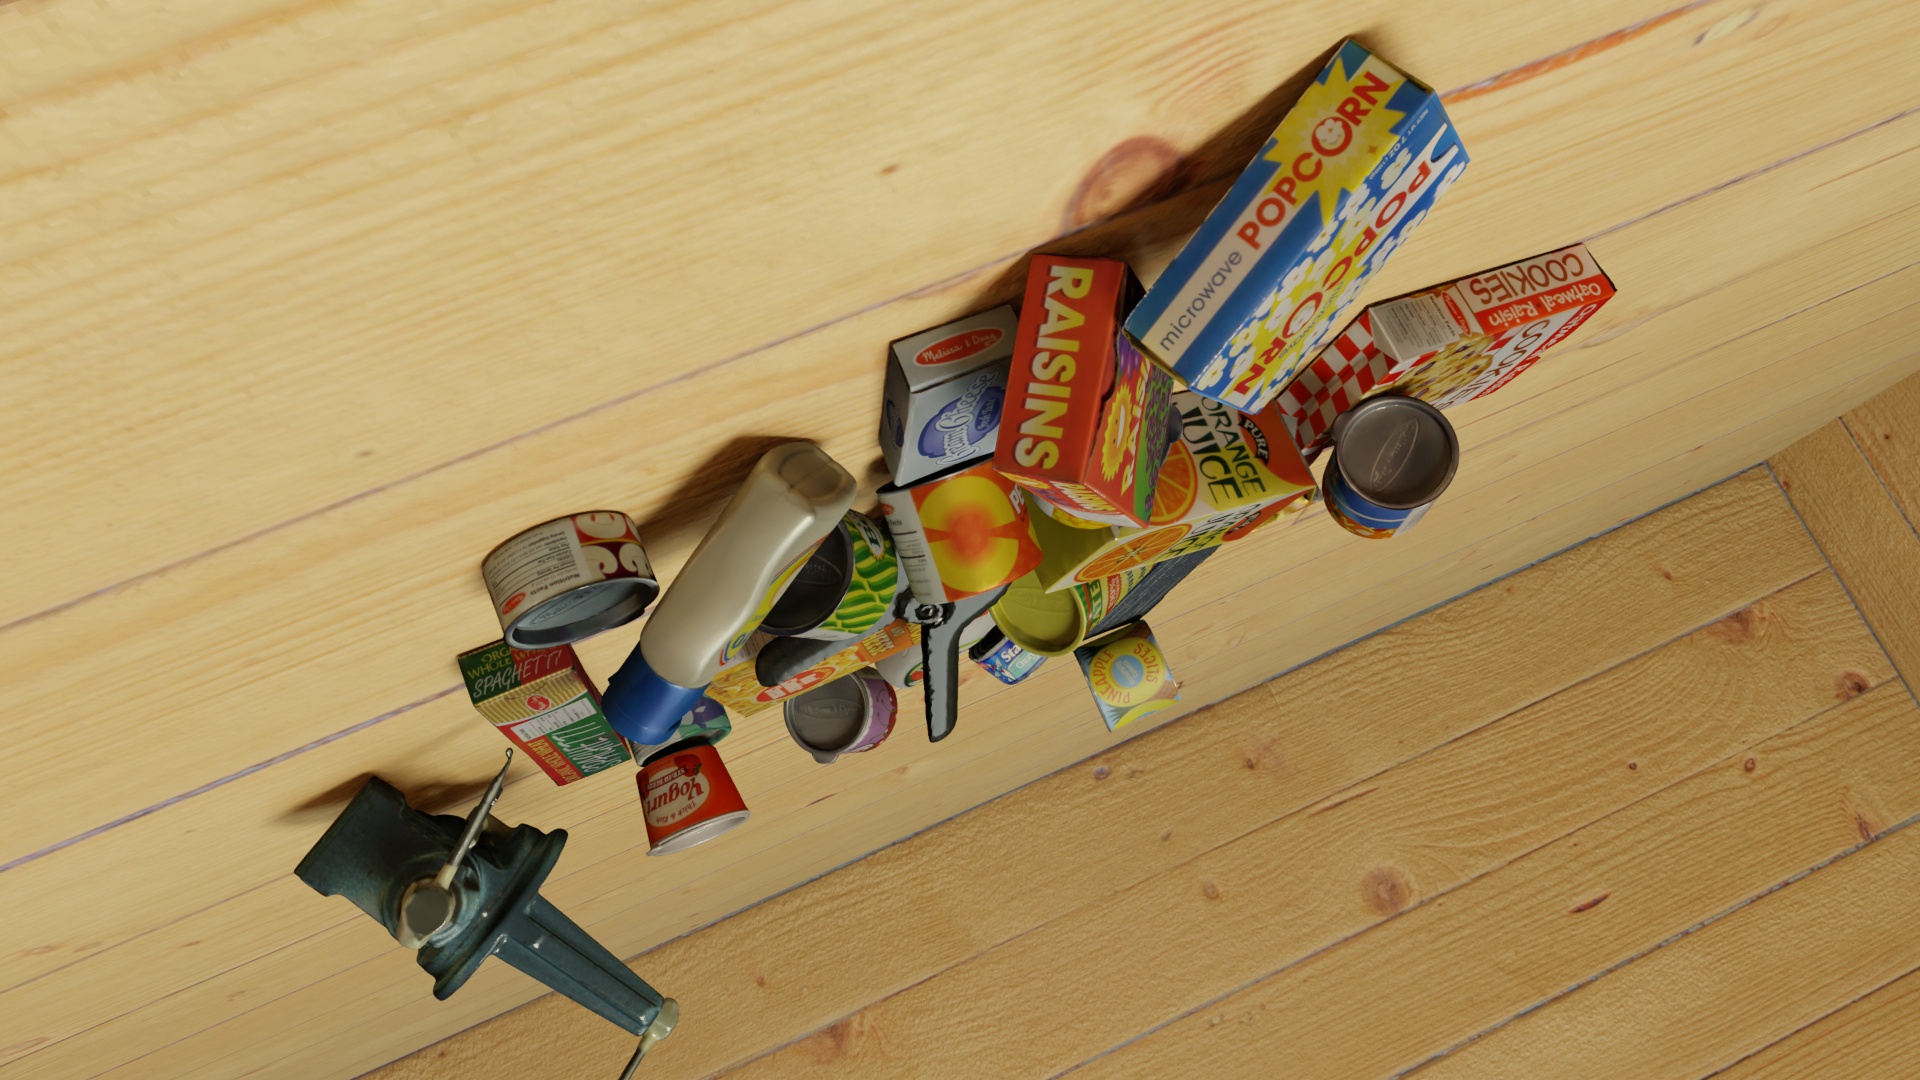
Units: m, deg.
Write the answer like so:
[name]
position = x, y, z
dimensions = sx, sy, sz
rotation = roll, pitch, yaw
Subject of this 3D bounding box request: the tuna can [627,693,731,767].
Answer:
[tuna can]
position = -0.184, 0.121, 0.910
dimensions = 0.071, 0.033, 0.071
rotation = -22, 165, -6

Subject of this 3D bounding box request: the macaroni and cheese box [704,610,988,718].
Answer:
[macaroni and cheese box]
position = -0.070, 0.047, 0.817
dimensions = 0.166, 0.040, 0.123
rotation = -23, 165, -3

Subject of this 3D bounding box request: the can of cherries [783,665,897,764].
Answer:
[can of cherries]
position = -0.086, 0.124, 1.000
dimensions = 0.071, 0.071, 0.058
rotation = -28, 165, 14

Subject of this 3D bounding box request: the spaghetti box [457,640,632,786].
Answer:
[spaghetti box]
position = -0.224, 0.098, 0.774
dimensions = 0.050, 0.029, 0.249
rotation = -21, 165, -13

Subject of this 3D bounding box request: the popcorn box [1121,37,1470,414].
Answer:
[popcorn box]
position = 0.124, -0.108, 0.508
dimensions = 0.126, 0.038, 0.085
rotation = -51, 157, 16

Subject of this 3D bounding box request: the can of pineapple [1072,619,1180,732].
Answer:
[can of pineapple]
position = 0.120, 0.097, 1.006
dimensions = 0.058, 0.071, 0.071
rotation = -24, 165, 2

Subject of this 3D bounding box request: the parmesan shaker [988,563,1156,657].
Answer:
[parmesan shaker]
position = 0.069, 0.012, 0.813
dimensions = 0.103, 0.071, 0.071
rotation = -39, 179, -45

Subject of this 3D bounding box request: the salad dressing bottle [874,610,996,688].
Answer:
[salad dressing bottle]
position = 0.000, 0.051, 0.935
dimensions = 0.064, 0.044, 0.147
rotation = -16, 164, -49

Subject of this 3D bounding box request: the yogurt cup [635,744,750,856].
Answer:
[yogurt cup]
position = -0.178, 0.168, 0.907
dimensions = 0.072, 0.054, 0.072
rotation = -22, 165, -6

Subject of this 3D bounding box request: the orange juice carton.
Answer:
[orange juice carton]
position = 0.124, -0.036, 0.774
dimensions = 0.193, 0.072, 0.072
rotation = -14, 163, -33

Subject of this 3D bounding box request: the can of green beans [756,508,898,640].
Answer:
[can of green beans]
position = -0.069, 0.013, 0.650
dimensions = 0.071, 0.071, 0.058
rotation = -28, 165, 13

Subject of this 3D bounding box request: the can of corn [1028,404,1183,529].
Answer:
[can of corn]
position = 0.066, -0.044, 0.660
dimensions = 0.071, 0.071, 0.058
rotation = -22, 166, -7

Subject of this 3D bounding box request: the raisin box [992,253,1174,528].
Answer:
[raisin box]
position = 0.054, -0.056, 0.560
dimensions = 0.040, 0.086, 0.123
rotation = 10, 175, 20

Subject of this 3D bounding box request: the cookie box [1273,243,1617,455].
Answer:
[cookie box]
position = 0.285, -0.111, 0.828
dimensions = 0.168, 0.040, 0.122
rotation = -18, 164, -22

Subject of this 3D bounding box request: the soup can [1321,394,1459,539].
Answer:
[soup can]
position = 0.244, -0.042, 0.806
dimensions = 0.071, 0.071, 0.083
rotation = -25, 165, 2

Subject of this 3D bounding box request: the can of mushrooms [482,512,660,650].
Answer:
[can of mushrooms]
position = -0.162, 0.018, 0.584
dimensions = 0.071, 0.033, 0.071
rotation = -23, 165, -7

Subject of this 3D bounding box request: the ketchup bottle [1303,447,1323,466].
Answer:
[ketchup bottle]
position = 0.191, -0.038, 0.927
dimensions = 0.065, 0.043, 0.148
rotation = -21, 165, -10

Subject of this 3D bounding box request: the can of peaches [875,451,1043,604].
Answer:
[can of peaches]
position = 0.002, -0.008, 0.661
dimensions = 0.071, 0.058, 0.071
rotation = -18, -171, 3

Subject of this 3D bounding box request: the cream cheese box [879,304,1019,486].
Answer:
[cream cheese box]
position = -0.004, -0.059, 0.585
dimensions = 0.053, 0.024, 0.103
rotation = -21, 165, -13

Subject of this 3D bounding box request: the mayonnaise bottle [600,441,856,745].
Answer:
[mayonnaise bottle]
position = -0.103, 0.026, 0.595
dimensions = 0.147, 0.041, 0.065
rotation = -52, 178, 22
